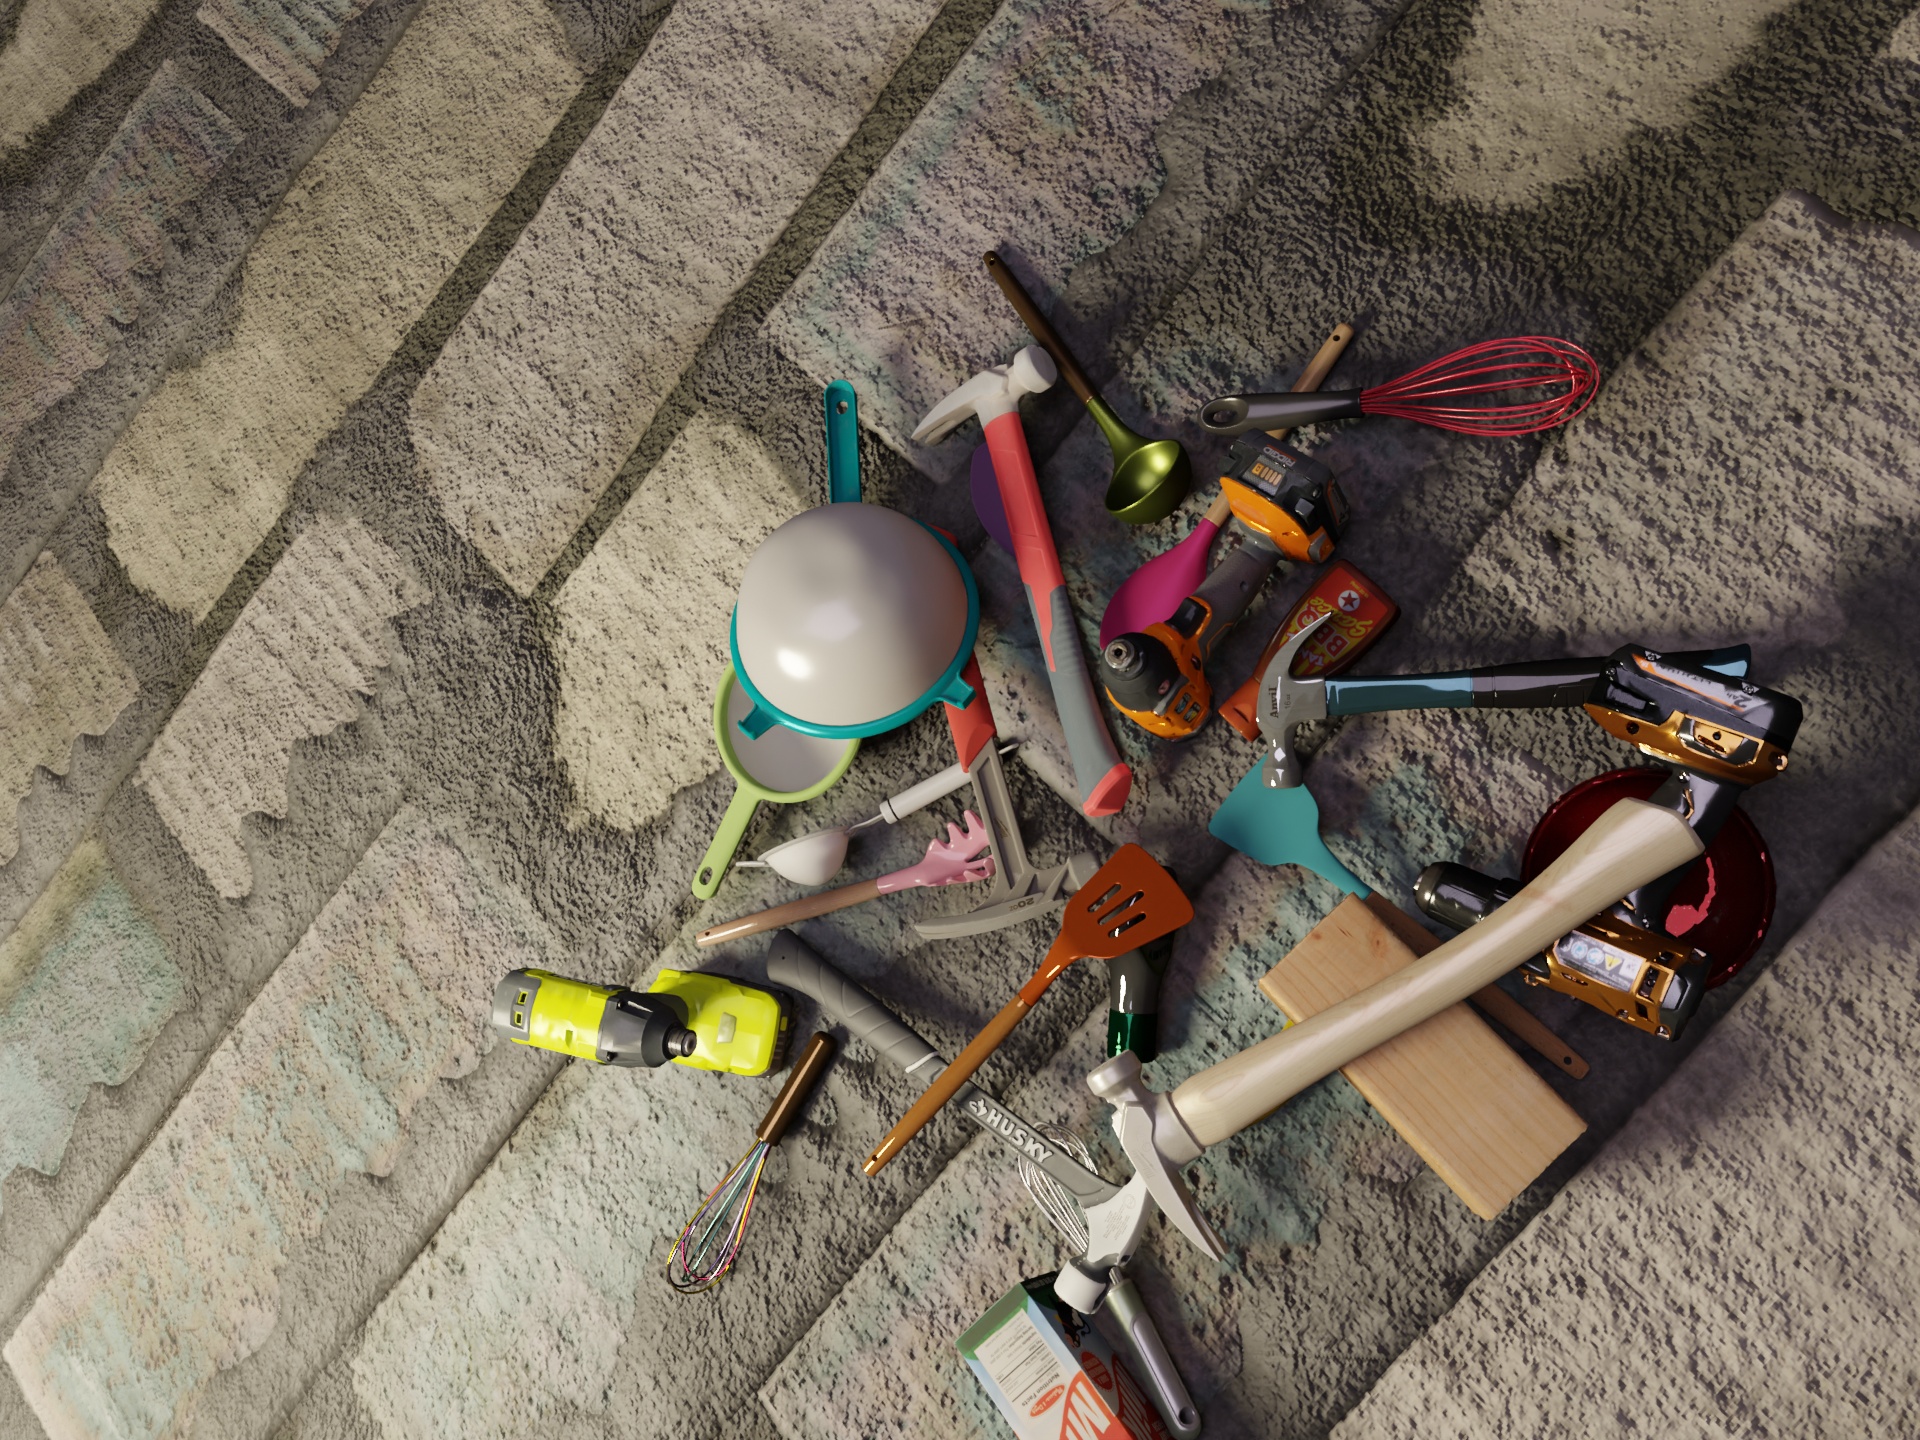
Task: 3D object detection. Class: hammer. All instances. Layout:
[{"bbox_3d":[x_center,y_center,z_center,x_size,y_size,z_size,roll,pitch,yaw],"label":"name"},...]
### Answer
[{"bbox_3d":[0.282,0.186,1.006,0.410,0.038,0.146,-36,77,17],"label":"hammer"},{"bbox_3d":[-0.002,-0.004,1.283,0.149,0.036,0.359,-17,63,2],"label":"hammer"},{"bbox_3d":[0.057,-0.104,1.287,0.143,0.038,0.387,-27,68,37],"label":"hammer"},{"bbox_3d":[0.376,-0.022,1.124,0.331,0.033,0.128,-3,95,17],"label":"hammer"},{"bbox_3d":[-0.013,0.270,1.230,0.409,0.036,0.149,30,90,37],"label":"hammer"}]

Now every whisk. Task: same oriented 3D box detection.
[{"bbox_3d":[0.112,0.411,1.174,0.246,0.058,0.059,62,148,17],"label":"whisk"},{"bbox_3d":[-0.169,0.368,1.322,0.047,0.051,0.245,30,89,6],"label":"whisk"},{"bbox_3d":[0.322,-0.241,1.195,0.296,0.073,0.073,-1,79,25],"label":"whisk"}]

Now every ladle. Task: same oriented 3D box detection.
[{"bbox_3d":[0.093,-0.288,1.322,0.078,0.062,0.320,-39,63,17],"label":"ladle"}]

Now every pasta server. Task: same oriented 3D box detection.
[{"bbox_3d":[-0.094,0.142,1.330,0.316,0.040,0.060,-19,47,22],"label":"pasta server"}]

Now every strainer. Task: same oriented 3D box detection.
[{"bbox_3d":[-0.065,0.081,1.315,0.258,0.086,0.050,-28,77,6],"label":"strainer"},{"bbox_3d":[-0.100,-0.156,1.300,0.211,0.095,0.341,-8,65,8],"label":"strainer"},{"bbox_3d":[-0.155,0.042,1.368,0.152,0.069,0.256,33,102,26],"label":"strainer"}]

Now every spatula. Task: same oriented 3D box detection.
[{"bbox_3d":[0.067,-0.097,1.315,0.060,0.018,0.316,-26,68,23],"label":"spatula"},{"bbox_3d":[0.317,0.144,1.146,0.318,0.044,0.082,41,97,21],"label":"spatula"},{"bbox_3d":[0.038,0.226,1.182,0.322,0.041,0.081,-49,55,12],"label":"spatula"}]

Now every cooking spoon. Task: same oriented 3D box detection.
[{"bbox_3d":[0.214,-0.179,1.262,0.069,0.017,0.319,37,96,24],"label":"cooking spoon"}]

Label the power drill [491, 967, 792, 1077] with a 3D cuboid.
[{"bbox_3d":[-0.237,0.243,1.271,0.171,0.223,0.080,7,83,26],"label":"power drill"}]

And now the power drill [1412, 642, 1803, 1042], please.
[{"bbox_3d":[0.413,0.067,1.024,0.185,0.084,0.226,24,95,28],"label":"power drill"}]

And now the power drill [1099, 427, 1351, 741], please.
[{"bbox_3d":[0.187,-0.097,1.178,0.084,0.164,0.226,36,94,26],"label":"power drill"}]
